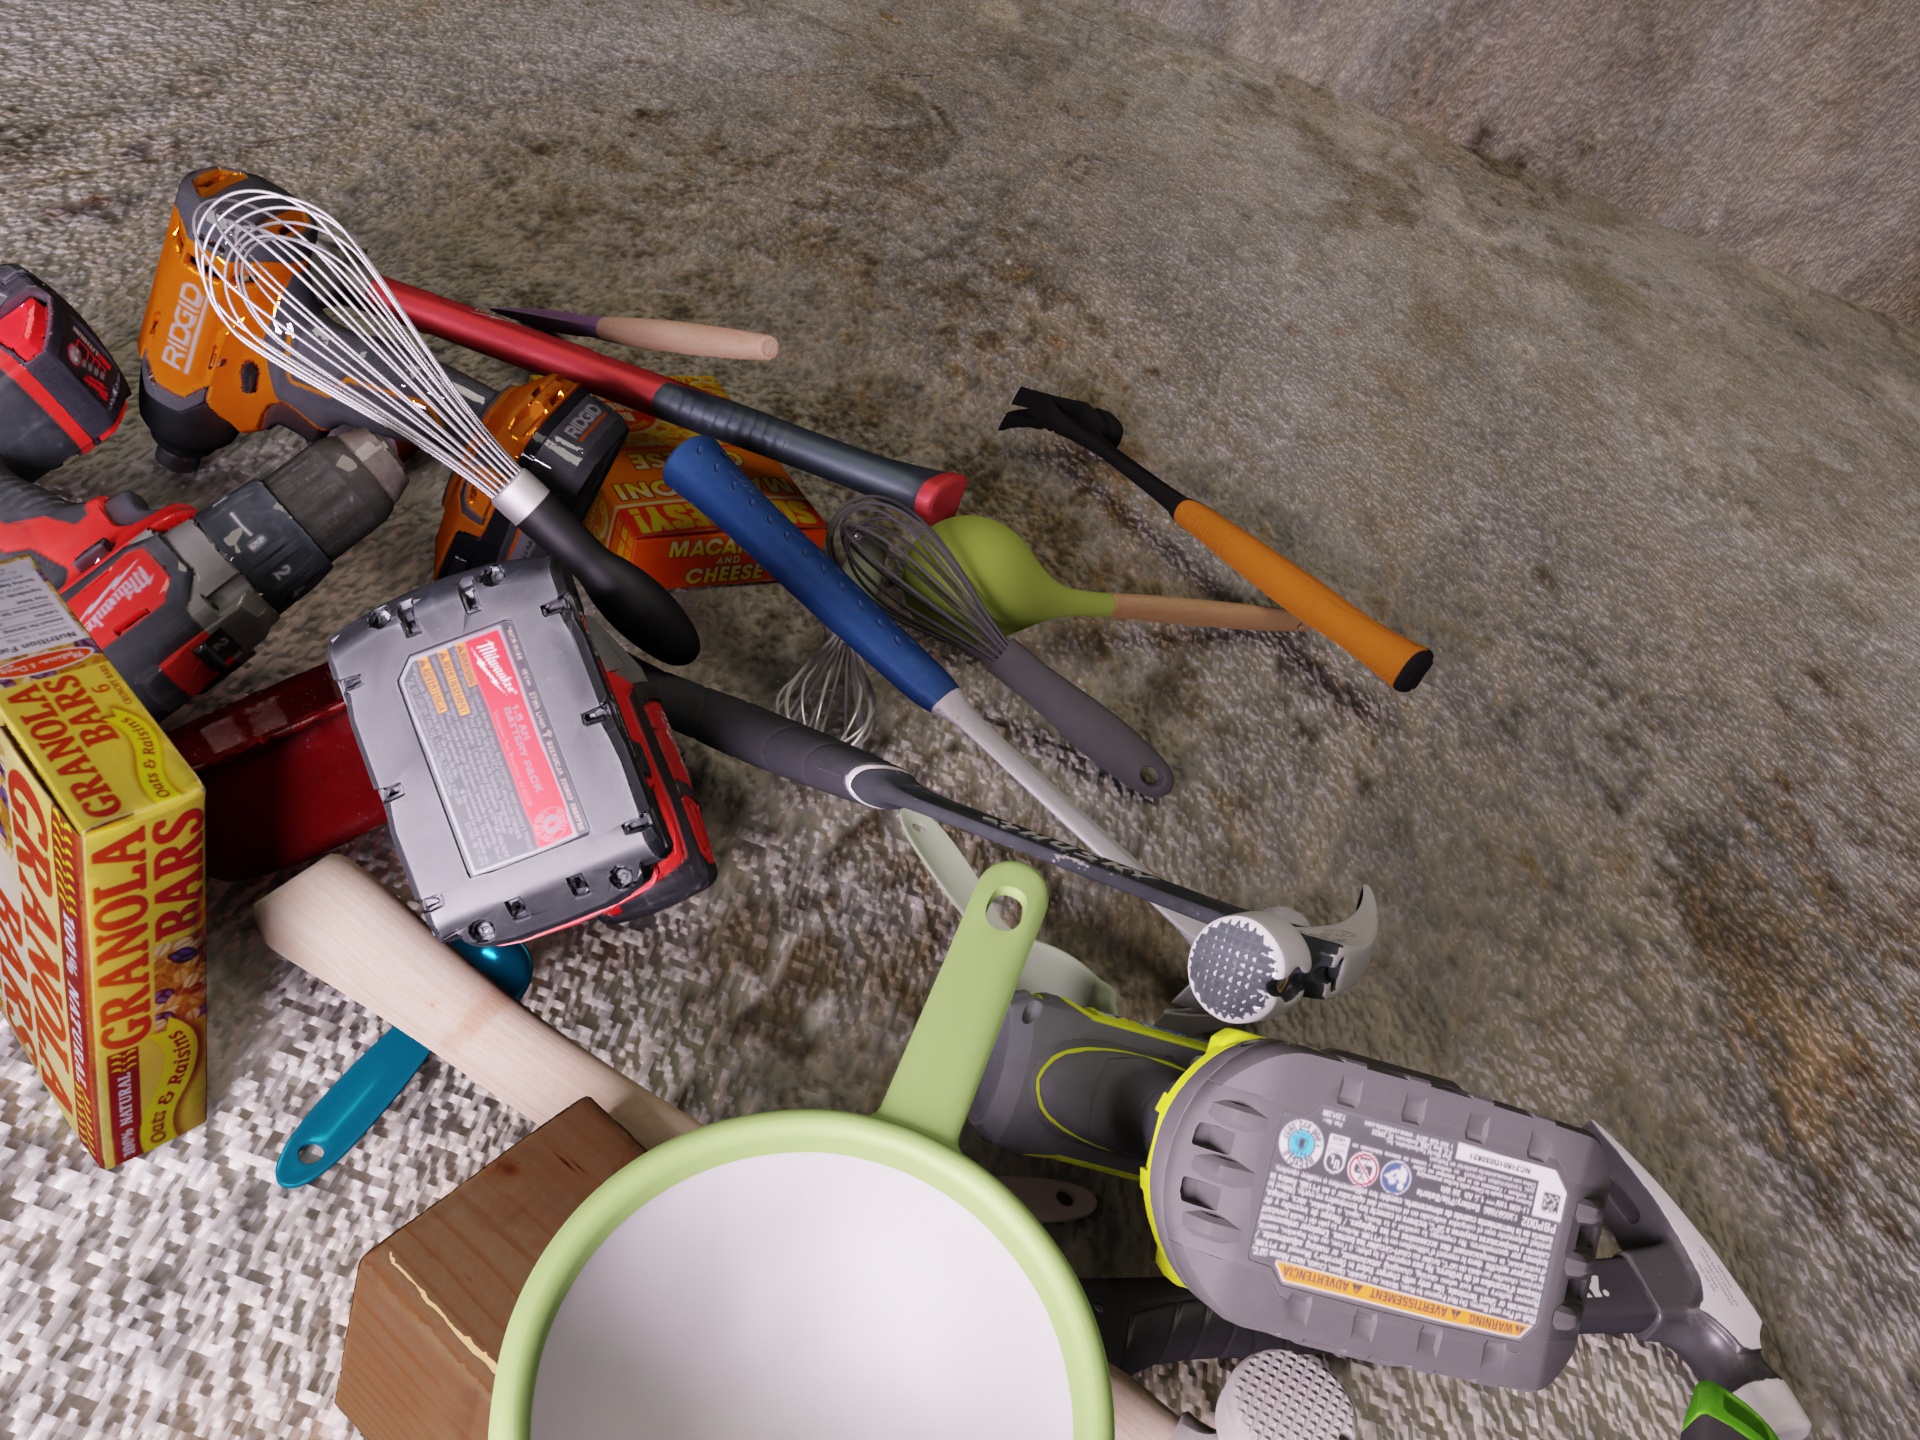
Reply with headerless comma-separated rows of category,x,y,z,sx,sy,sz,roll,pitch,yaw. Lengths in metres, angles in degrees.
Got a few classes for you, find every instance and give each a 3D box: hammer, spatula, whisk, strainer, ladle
hammer,-0.080,0.165,0.537,0.411,0.146,0.038,27,37,18
spatula,-0.200,-0.231,0.942,0.059,0.018,0.316,5,11,-41
whisk,0.025,-0.038,0.868,0.239,0.055,0.055,39,36,-6
whisk,-0.222,-0.124,0.717,0.284,0.070,0.070,45,31,-20
whisk,-0.063,-0.043,0.870,0.059,0.058,0.247,49,25,-24
hammer,0.180,0.234,0.648,0.334,0.035,0.146,6,40,-22
strainer,-0.025,0.148,0.443,0.151,0.069,0.256,20,45,6
hammer,-0.015,0.032,0.679,0.409,0.036,0.149,19,9,34
hammer,-0.001,-0.002,0.782,0.406,0.035,0.144,43,24,14
hammer,-0.182,-0.190,0.910,0.386,0.038,0.143,19,11,-12
hammer,0.172,-0.126,1.067,0.337,0.034,0.127,41,24,28
ladle,0.104,-0.076,0.991,0.320,0.078,0.062,1,30,-38

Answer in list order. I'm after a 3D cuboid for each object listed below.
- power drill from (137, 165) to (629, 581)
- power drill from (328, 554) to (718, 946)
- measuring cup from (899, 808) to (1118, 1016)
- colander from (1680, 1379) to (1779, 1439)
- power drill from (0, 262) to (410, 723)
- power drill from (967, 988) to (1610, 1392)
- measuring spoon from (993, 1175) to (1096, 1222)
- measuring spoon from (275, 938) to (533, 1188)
power drill,-0.300,-0.146,0.797,0.226,0.164,0.084,31,34,-9
power drill,-0.150,0.009,0.599,0.078,0.219,0.143,-21,87,-3
measuring cup,0.007,0.106,0.718,0.083,0.038,0.168,-4,42,-32
colander,0.199,0.344,0.477,0.204,0.094,0.397,36,28,16
power drill,-0.367,-0.104,0.693,0.188,0.080,0.227,-42,66,-14
power drill,0.116,0.152,0.550,0.190,0.080,0.228,17,-8,-10
measuring spoon,0.000,0.184,0.628,0.124,0.018,0.034,9,38,-20
measuring spoon,-0.209,0.127,0.597,0.042,0.021,0.129,30,45,6
